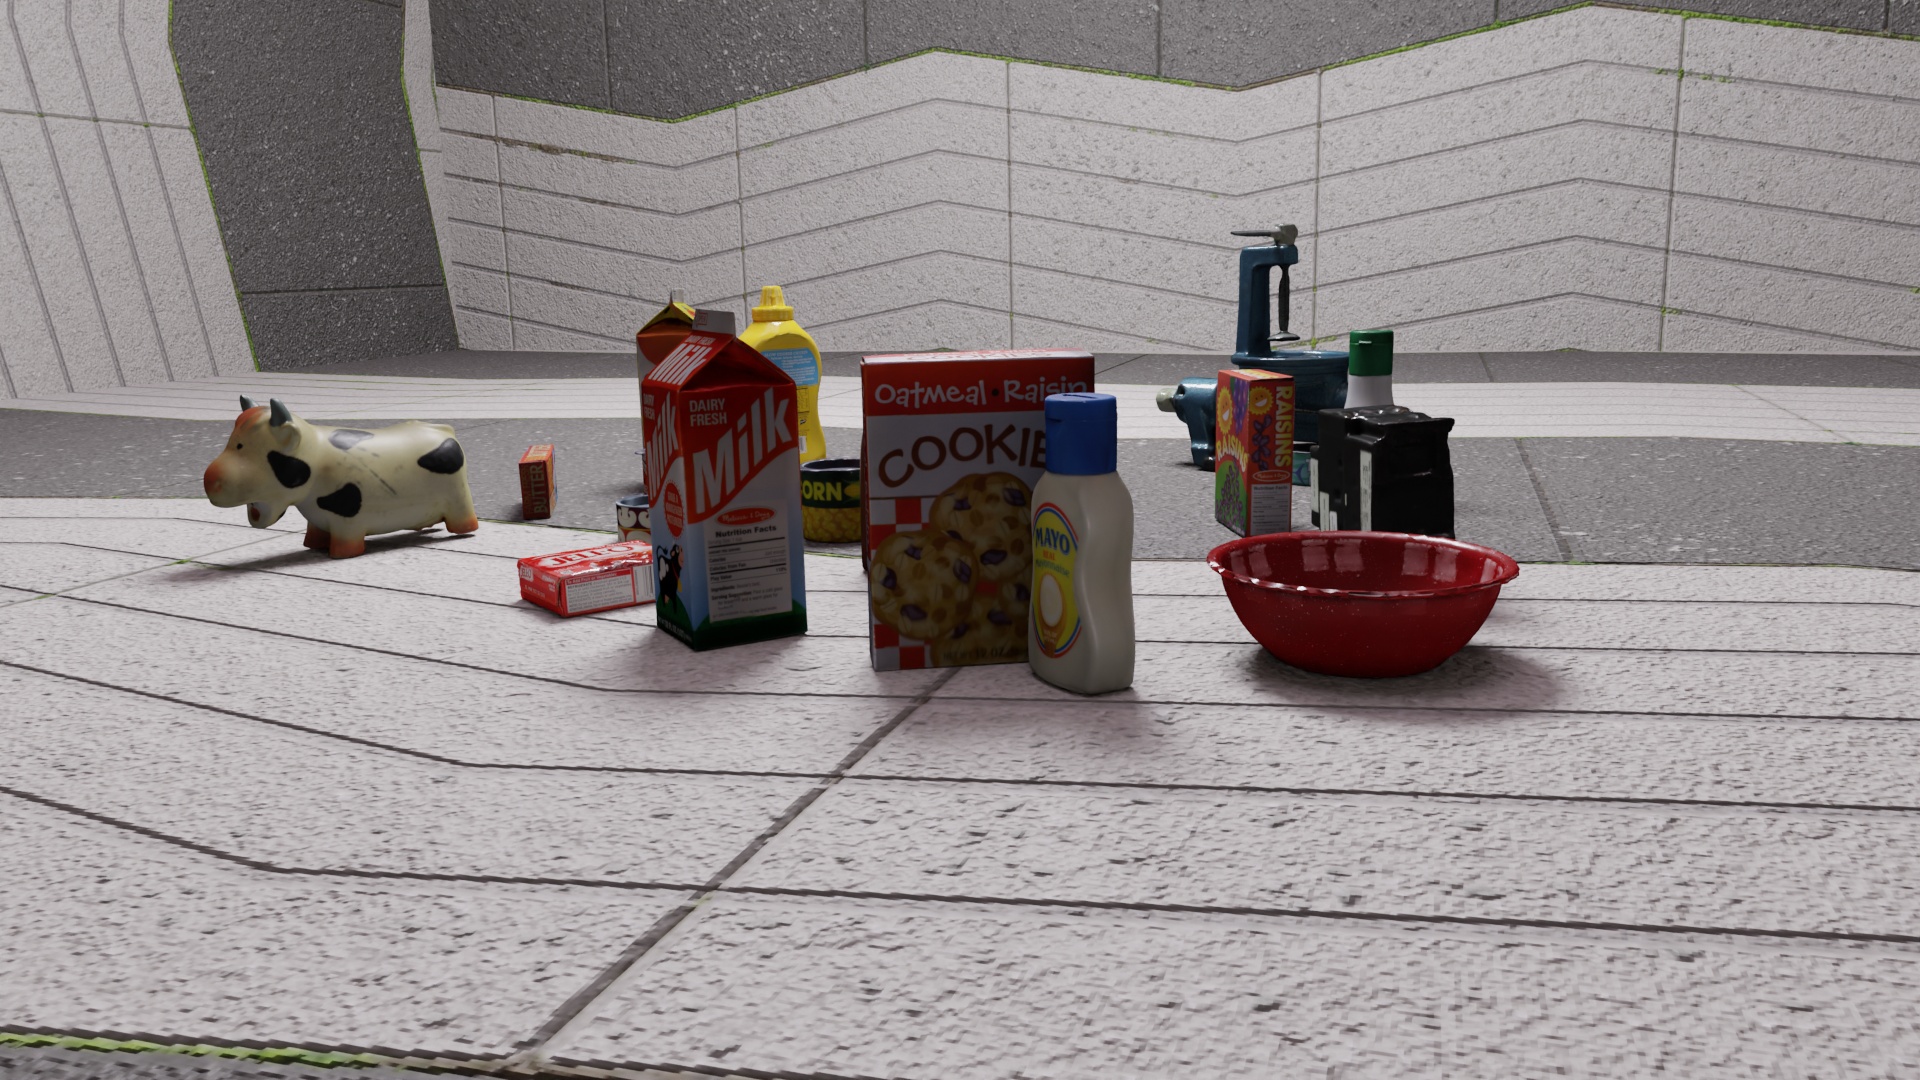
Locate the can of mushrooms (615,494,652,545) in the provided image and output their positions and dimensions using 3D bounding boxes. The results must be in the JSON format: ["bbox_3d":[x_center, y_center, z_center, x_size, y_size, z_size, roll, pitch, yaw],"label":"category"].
[{"bbox_3d":[-0.241,-0.017,1.105,0.071,0.033,0.071,-1,12,0],"label":"can of mushrooms"}]

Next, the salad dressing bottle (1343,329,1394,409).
[{"bbox_3d":[0.352,-0.107,1.197,0.064,0.147,0.044,6,13,32],"label":"salad dressing bottle"}]

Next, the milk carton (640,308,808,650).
[{"bbox_3d":[-0.140,-0.039,0.815,0.073,0.190,0.072,-8,13,-29],"label":"milk carton"}]

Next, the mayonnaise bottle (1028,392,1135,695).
[{"bbox_3d":[0.061,0.000,0.707,0.041,0.147,0.065,-8,13,-30],"label":"mayonnaise bottle"}]

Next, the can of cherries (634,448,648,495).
[{"bbox_3d":[-0.246,-0.051,1.210,0.071,0.058,0.071,-1,11,0],"label":"can of cherries"}]

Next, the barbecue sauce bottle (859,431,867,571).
[{"bbox_3d":[-0.046,-0.054,0.980,0.043,0.148,0.065,5,13,28],"label":"barbecue sauce bottle"}]

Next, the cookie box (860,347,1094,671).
[{"bbox_3d":[0.010,-0.018,0.753,0.123,0.167,0.040,-3,11,-7],"label":"cookie box"}]

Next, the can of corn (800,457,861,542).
[{"bbox_3d":[-0.096,-0.032,1.101,0.071,0.058,0.071,-1,11,0],"label":"can of corn"}]

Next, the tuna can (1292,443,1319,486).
[{"bbox_3d":[0.334,-0.072,1.310,0.071,0.032,0.071,-1,12,0],"label":"tuna can"}]

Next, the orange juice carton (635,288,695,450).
[{"bbox_3d":[-0.271,-0.149,1.355,0.073,0.192,0.072,-1,11,0],"label":"orange juice carton"}]

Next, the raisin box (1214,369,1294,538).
[{"bbox_3d":[0.230,-0.070,1.089,0.040,0.123,0.086,-2,11,-5],"label":"raisin box"}]

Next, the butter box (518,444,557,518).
[{"bbox_3d":[-0.378,-0.054,1.248,0.024,0.053,0.103,-4,12,-12],"label":"butter box"}]
